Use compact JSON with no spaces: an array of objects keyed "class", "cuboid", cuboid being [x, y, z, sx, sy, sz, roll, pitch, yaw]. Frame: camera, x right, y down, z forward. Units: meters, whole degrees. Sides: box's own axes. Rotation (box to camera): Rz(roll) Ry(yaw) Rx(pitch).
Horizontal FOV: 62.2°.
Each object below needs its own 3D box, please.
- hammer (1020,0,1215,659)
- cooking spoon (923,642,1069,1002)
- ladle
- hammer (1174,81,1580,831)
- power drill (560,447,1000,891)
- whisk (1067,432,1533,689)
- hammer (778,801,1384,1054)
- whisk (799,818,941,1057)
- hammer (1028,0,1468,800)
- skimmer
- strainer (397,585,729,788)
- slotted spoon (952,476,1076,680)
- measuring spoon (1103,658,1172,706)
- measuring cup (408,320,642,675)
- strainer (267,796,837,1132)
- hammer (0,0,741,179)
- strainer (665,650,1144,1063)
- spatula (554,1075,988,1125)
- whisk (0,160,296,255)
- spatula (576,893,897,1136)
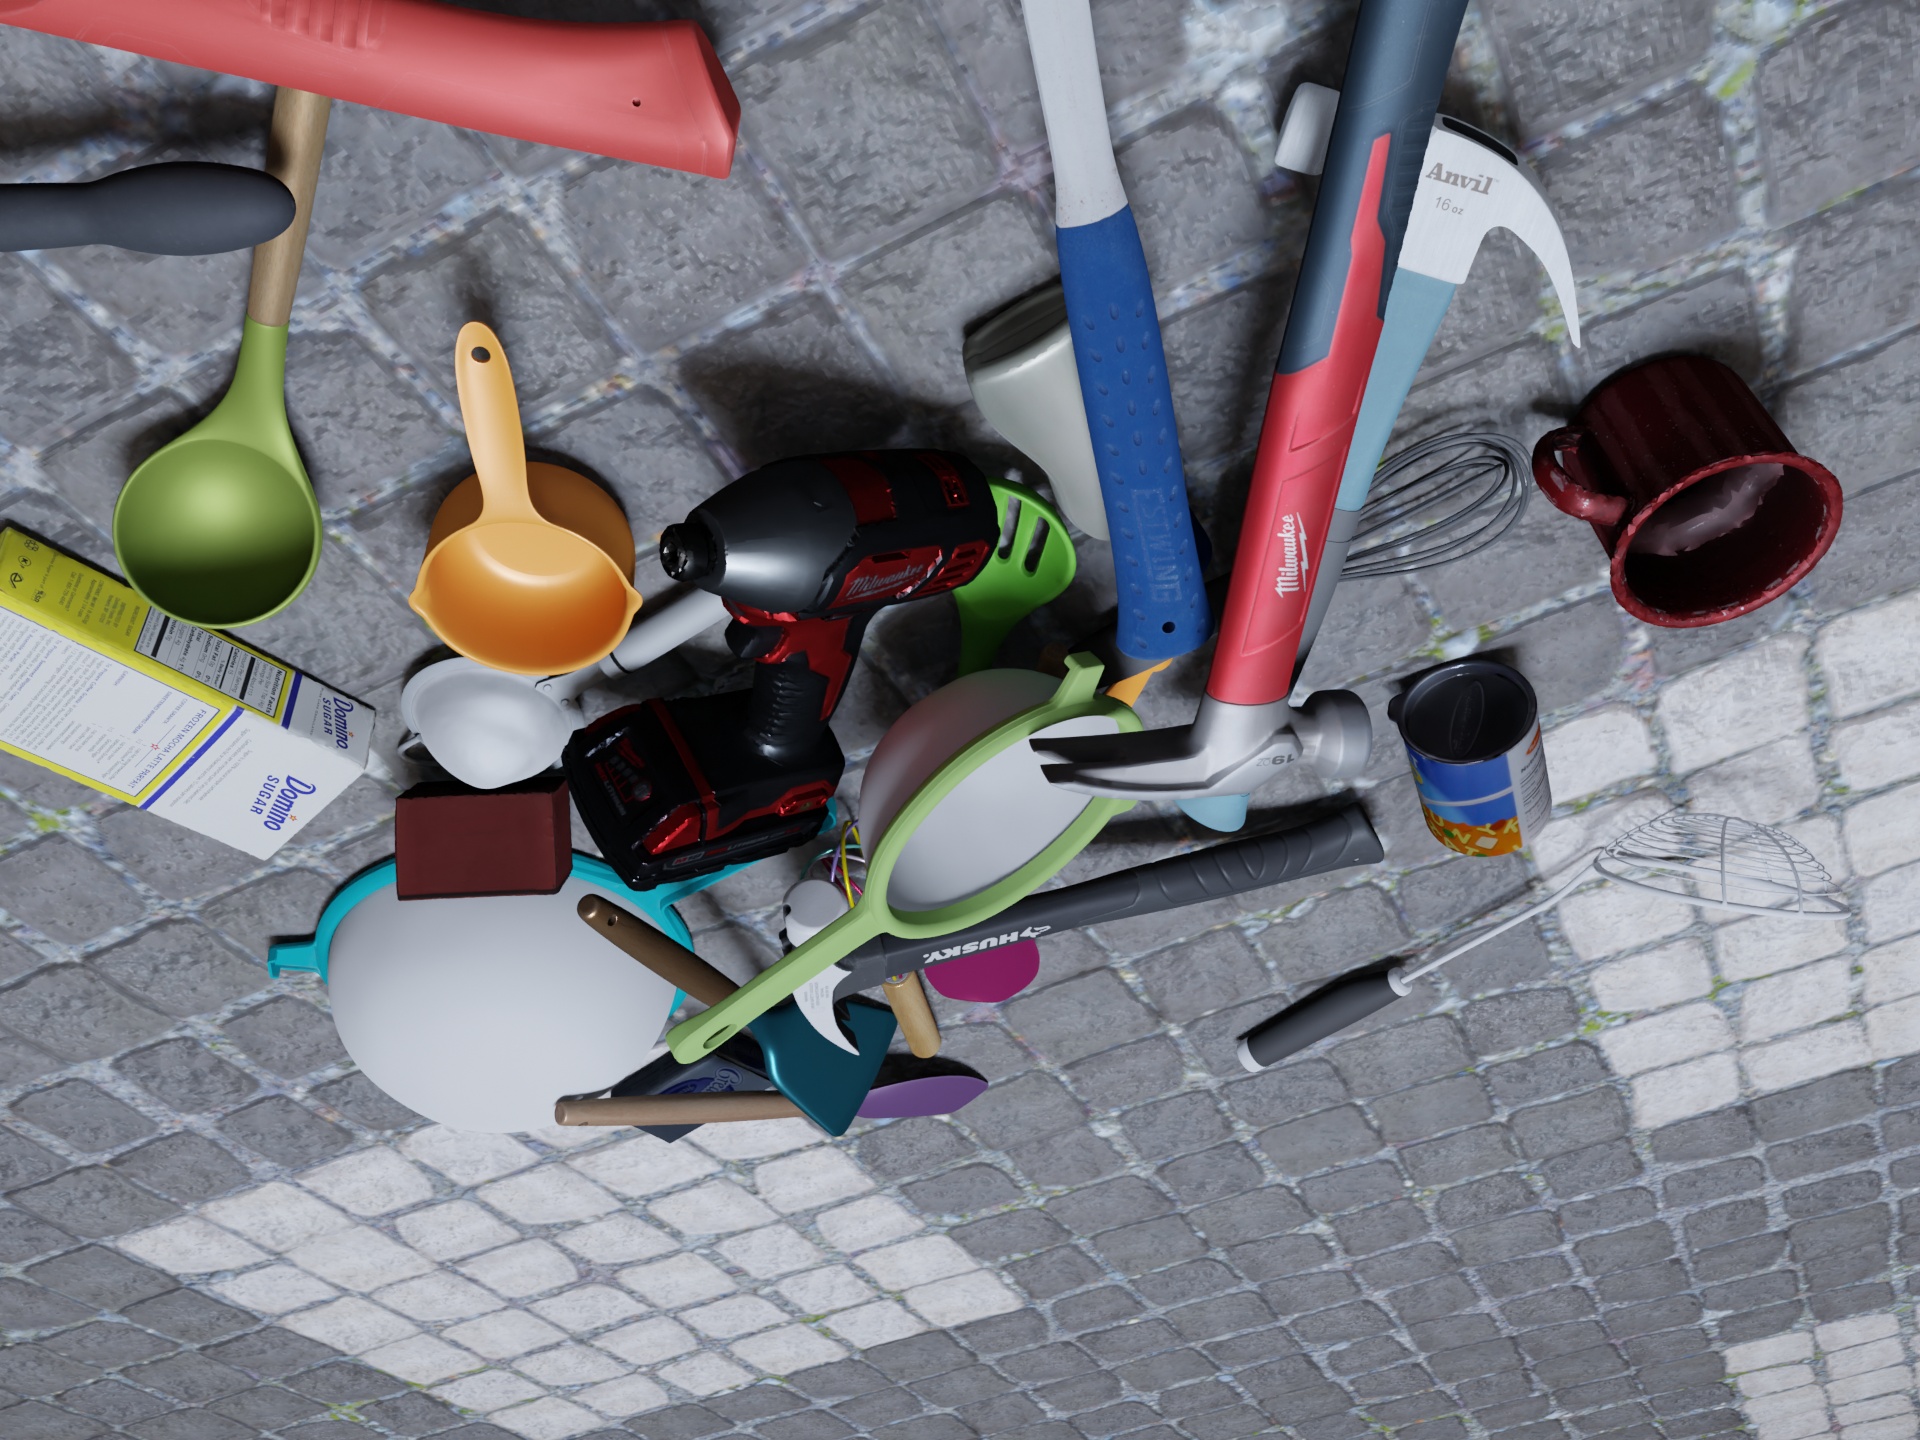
[{"class":"hammer","cuboid":[0.049,-0.186,0.547,0.144,0.035,0.405,-19,130,-2]},{"class":"cooking spoon","cuboid":[0.026,0.070,0.858,0.068,0.017,0.318,7,140,-3]},{"class":"ladle","cuboid":[-0.249,-0.162,0.569,0.078,0.062,0.320,20,129,-14]},{"class":"hammer","cuboid":[0.148,-0.083,0.662,0.128,0.033,0.330,17,128,3]},{"class":"power drill","cuboid":[-0.086,-0.024,0.675,0.143,0.079,0.219,-13,151,-40]},{"class":"whisk","cuboid":[0.145,-0.064,0.726,0.239,0.055,0.055,-25,134,25]},{"class":"hammer","cuboid":[0.071,0.099,0.848,0.334,0.035,0.146,-12,145,-12]},{"class":"whisk","cuboid":[-0.043,0.136,0.907,0.051,0.047,0.244,-30,143,-11]},{"class":"hammer","cuboid":[0.117,-0.134,0.562,0.143,0.038,0.386,-4,126,-15]},{"class":"skimmer","cuboid":[0.325,0.155,0.941,0.363,0.090,0.127,-36,161,31]},{"class":"strainer","cuboid":[-0.167,-0.024,0.735,0.258,0.050,0.086,-29,132,18]},{"class":"slotted spoon","cuboid":[-0.001,-0.003,0.784,0.070,0.031,0.313,20,138,6]},{"class":"measuring spoon","cuboid":[0.075,0.001,0.807,0.021,0.011,0.116,15,133,-21]},{"class":"measuring cup","cuboid":[-0.180,-0.097,0.648,0.095,0.052,0.173,-1,135,-5]},{"class":"strainer","cuboid":[-0.204,0.141,0.862,0.340,0.095,0.210,-27,133,23]},{"class":"hammer","cuboid":[-0.249,-0.214,0.493,0.359,0.037,0.149,10,124,-10]},{"class":"strainer","cuboid":[-0.036,0.057,0.726,0.256,0.069,0.151,-35,151,-4]},{"class":"spatula","cuboid":[-0.102,0.232,0.966,0.315,0.018,0.059,10,137,-42]},{"class":"whisk","cuboid":[-0.364,-0.167,0.531,0.284,0.070,0.070,-3,137,1]},{"class":"spatula","cuboid":[-0.116,0.150,0.852,0.044,0.082,0.317,20,163,25]}]
